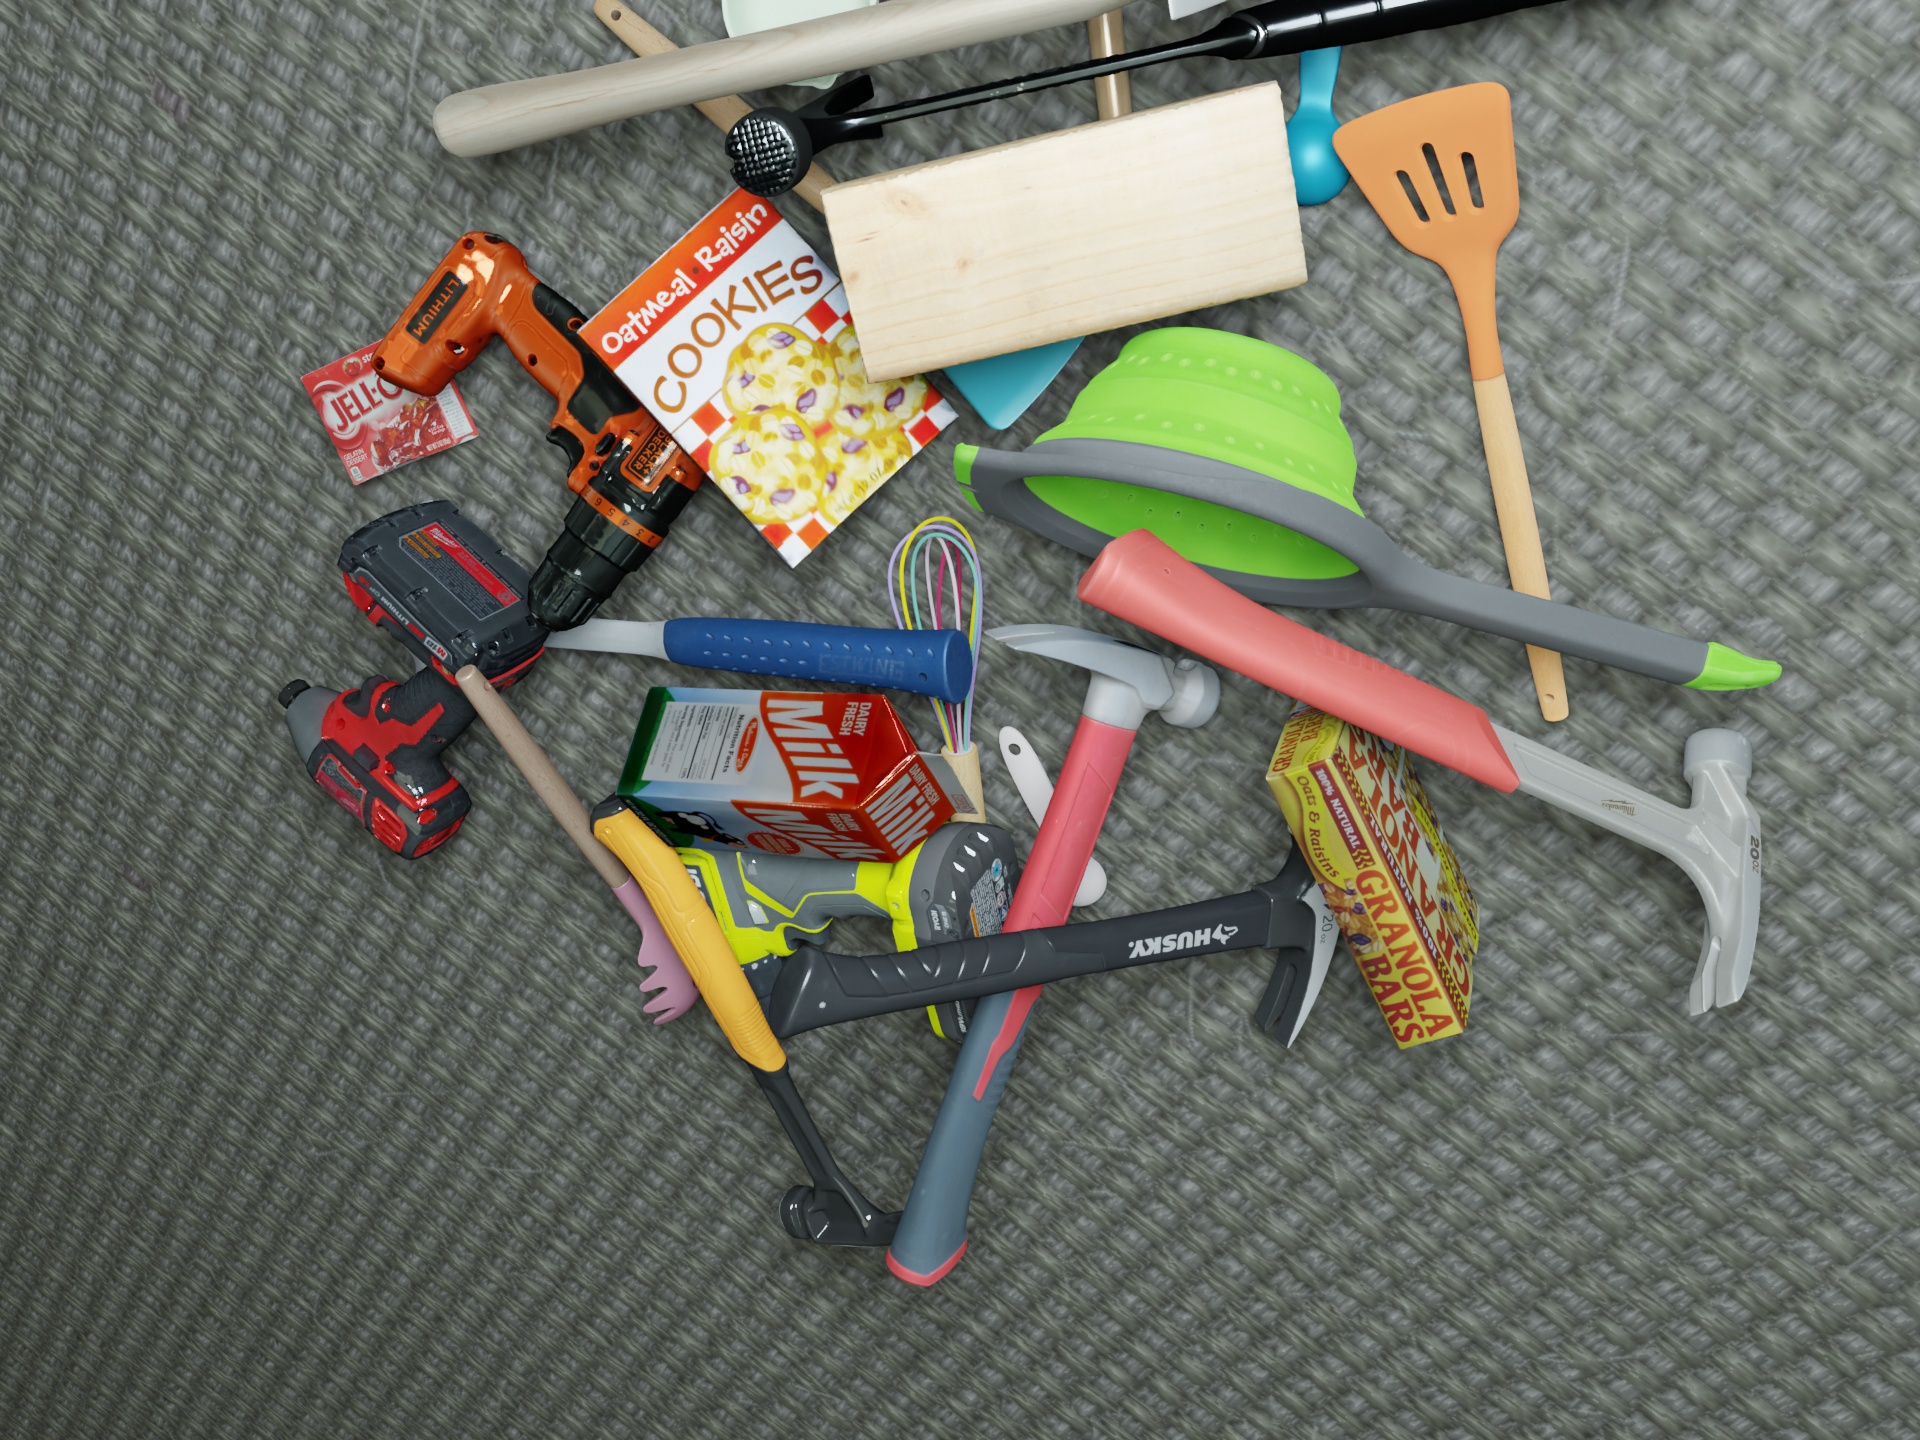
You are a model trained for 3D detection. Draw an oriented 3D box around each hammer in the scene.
[{"bbox_3d":[-0.183,-0.054,0.952,0.405,0.035,0.144,6,115,25],"label":"hammer"},{"bbox_3d":[0.221,0.008,0.757,0.359,0.149,0.036,23,150,-7],"label":"hammer"},{"bbox_3d":[-0.130,0.189,0.989,0.127,0.034,0.336,-13,110,40],"label":"hammer"},{"bbox_3d":[0.020,0.137,0.879,0.143,0.038,0.386,12,102,-34],"label":"hammer"},{"bbox_3d":[0.060,0.128,0.851,0.334,0.035,0.146,-6,110,-23],"label":"hammer"},{"bbox_3d":[0.106,-0.297,0.704,0.409,0.149,0.036,-6,116,15],"label":"hammer"},{"bbox_3d":[-0.073,-0.305,0.724,0.411,0.146,0.038,-2,117,23],"label":"hammer"}]

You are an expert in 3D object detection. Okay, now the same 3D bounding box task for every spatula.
[{"bbox_3d":[-0.071,-0.279,0.831,0.317,0.044,0.082,40,96,1],"label":"spatula"},{"bbox_3d":[0.260,-0.142,0.777,0.081,0.041,0.322,-5,113,35],"label":"spatula"}]

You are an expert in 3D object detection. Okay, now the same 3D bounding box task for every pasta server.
[{"bbox_3d":[-0.232,0.083,0.990,0.040,0.060,0.315,-13,132,14],"label":"pasta server"}]

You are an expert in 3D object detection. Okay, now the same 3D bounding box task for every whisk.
[{"bbox_3d":[0.001,-0.004,0.935,0.051,0.047,0.244,7,120,25],"label":"whisk"}]

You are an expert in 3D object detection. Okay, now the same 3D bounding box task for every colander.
[{"bbox_3d":[0.199,-0.106,0.768,0.397,0.204,0.094,16,85,6],"label":"colander"}]

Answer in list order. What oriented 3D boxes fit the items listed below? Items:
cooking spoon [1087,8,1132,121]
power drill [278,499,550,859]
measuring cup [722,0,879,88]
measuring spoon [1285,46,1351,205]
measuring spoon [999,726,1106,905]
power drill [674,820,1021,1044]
[{"bbox_3d":[0.062,-0.385,0.750,0.069,0.017,0.318,-5,111,13],"label":"cooking spoon"},{"bbox_3d":[-0.347,-0.023,0.987,0.143,0.078,0.219,42,128,5],"label":"power drill"},{"bbox_3d":[-0.036,-0.371,0.787,0.167,0.038,0.083,-17,108,11],"label":"measuring cup"},{"bbox_3d":[0.167,-0.307,0.745,0.042,0.021,0.128,8,117,16],"label":"measuring spoon"},{"bbox_3d":[0.051,0.060,0.956,0.034,0.018,0.124,-20,105,26],"label":"measuring spoon"},{"bbox_3d":[-0.075,0.130,0.988,0.228,0.080,0.190,5,122,29],"label":"power drill"}]
